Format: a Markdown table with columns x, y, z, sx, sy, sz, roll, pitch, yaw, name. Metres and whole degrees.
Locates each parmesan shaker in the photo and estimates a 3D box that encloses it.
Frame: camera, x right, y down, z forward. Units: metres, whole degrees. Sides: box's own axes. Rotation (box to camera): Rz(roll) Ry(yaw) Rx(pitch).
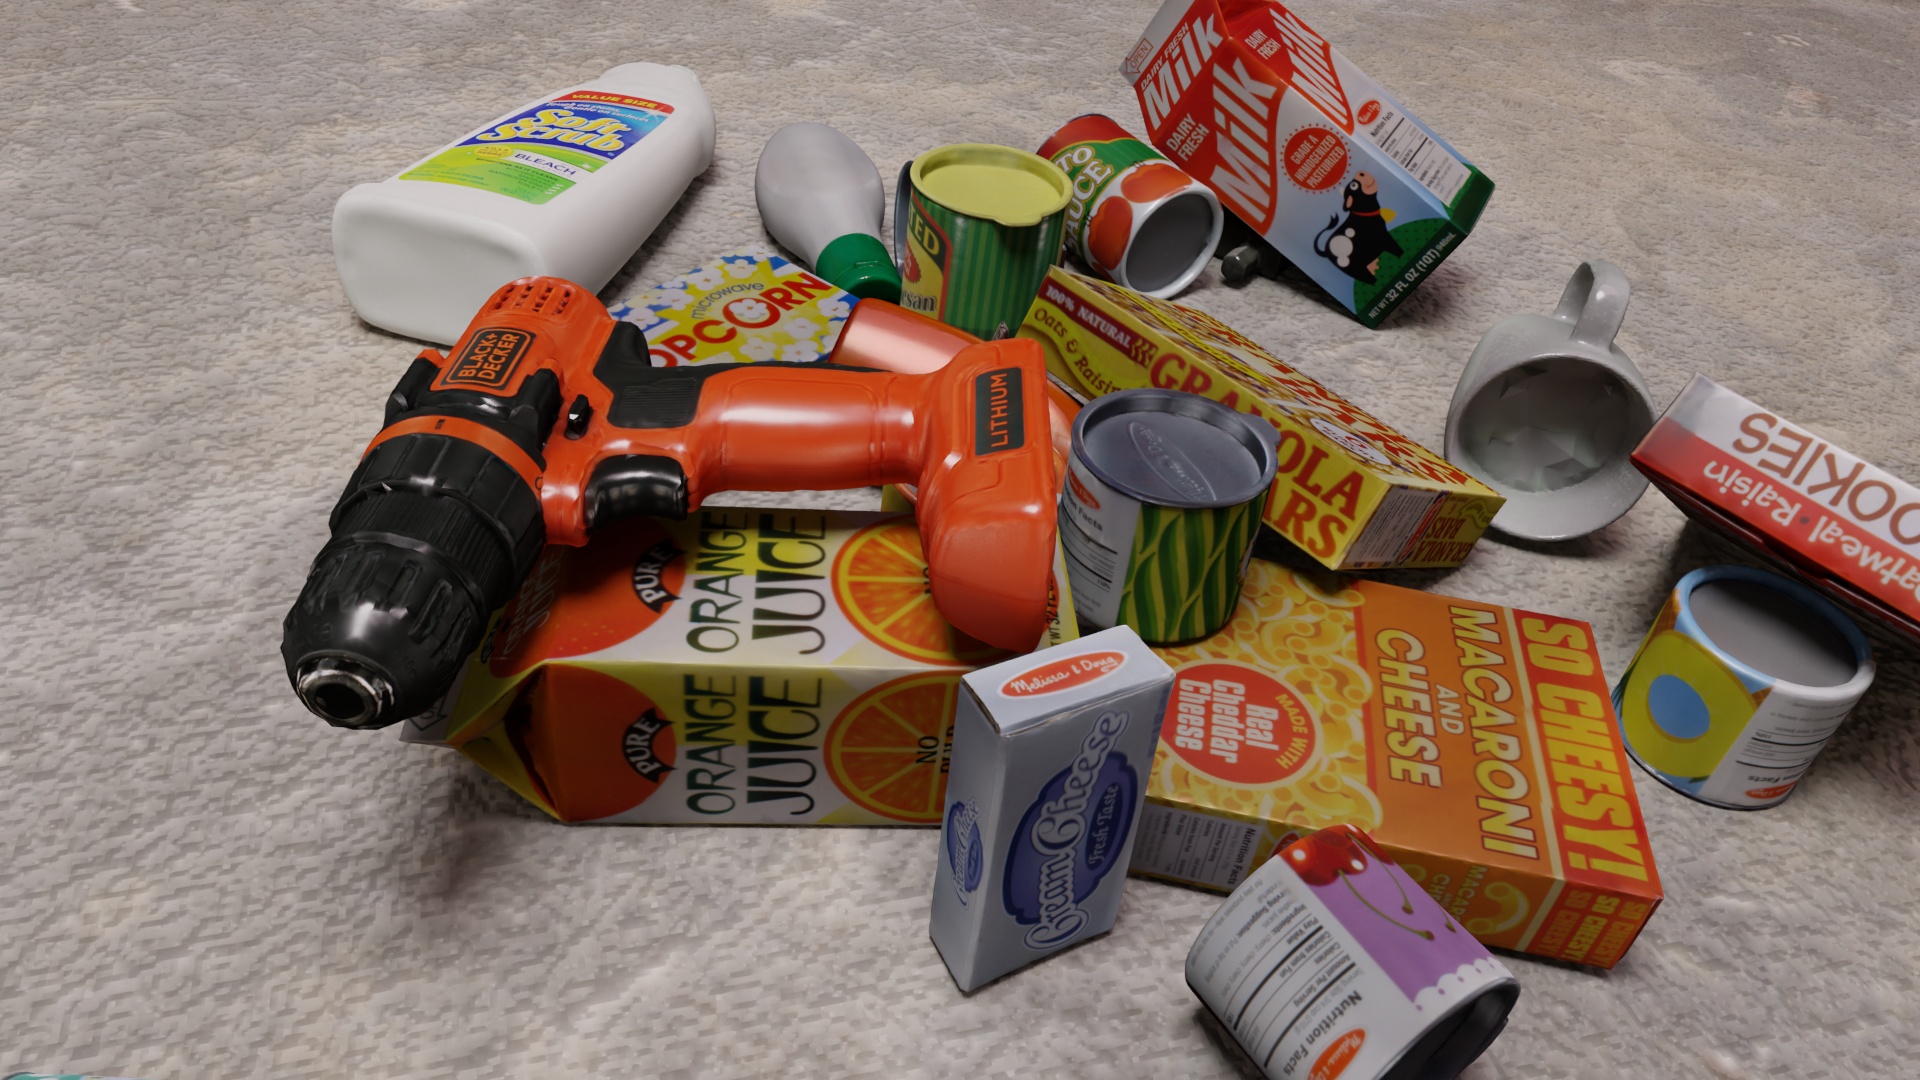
| x | y | z | sx | sy | sz | roll | pitch | yaw | name |
| --- | --- | --- | --- | --- | --- | --- | --- | --- | --- |
| 0.008 | -0.105 | 0.588 | 0.071 | 0.102 | 0.072 | 5 | 39 | -4 | parmesan shaker |

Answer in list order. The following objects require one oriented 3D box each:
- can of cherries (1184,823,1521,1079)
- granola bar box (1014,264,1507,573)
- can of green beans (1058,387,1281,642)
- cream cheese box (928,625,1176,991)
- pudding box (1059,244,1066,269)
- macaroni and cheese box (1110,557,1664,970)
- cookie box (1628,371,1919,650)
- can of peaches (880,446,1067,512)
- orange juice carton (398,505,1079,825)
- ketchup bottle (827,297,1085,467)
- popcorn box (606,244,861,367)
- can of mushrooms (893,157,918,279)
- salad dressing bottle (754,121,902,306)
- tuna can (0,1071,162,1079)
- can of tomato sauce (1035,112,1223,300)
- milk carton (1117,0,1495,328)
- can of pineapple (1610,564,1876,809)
| x | y | z | sx | sy | sz | roll | pitch | yaw | name |
| --- | --- | --- | --- | --- | --- | --- | --- | --- | --- |
| 0.104 | 0.119 | 0.371 | 0.072 | 0.071 | 0.058 | -19 | 46 | -29 | can of cherries |
| 0.118 | -0.047 | 0.553 | 0.166 | 0.039 | 0.124 | 40 | 23 | 32 | granola bar box |
| 0.065 | -0.009 | 0.458 | 0.071 | 0.057 | 0.071 | 4 | 38 | -3 | can of green beans |
| 0.023 | 0.074 | 0.377 | 0.053 | 0.103 | 0.024 | -14 | 41 | -27 | cream cheese box |
| 0.024 | -0.139 | 0.674 | 0.030 | 0.049 | 0.084 | -5 | 41 | -13 | pudding box |
| 0.128 | 0.064 | 0.458 | 0.166 | 0.040 | 0.124 | 11 | 39 | 4 | macaroni and cheese box |
| 0.322 | 0.000 | 0.508 | 0.123 | 0.040 | 0.167 | 39 | 16 | 31 | cookie box |
| 0.002 | -0.006 | 0.505 | 0.071 | 0.057 | 0.071 | 5 | 40 | -4 | can of peaches |
| -0.065 | 0.038 | 0.429 | 0.193 | 0.072 | 0.072 | 2 | 40 | -7 | orange juice carton |
| 0.018 | -0.042 | 0.552 | 0.149 | 0.064 | 0.043 | 22 | 0 | 5 | ketchup bottle |
| -0.101 | -0.073 | 0.582 | 0.085 | 0.038 | 0.127 | 30 | 44 | 24 | popcorn box |
| -0.009 | -0.149 | 0.663 | 0.033 | 0.070 | 0.071 | -2 | 41 | -14 | can of mushrooms |
| -0.062 | -0.153 | 0.680 | 0.064 | 0.043 | 0.148 | -9 | 44 | -15 | salad dressing bottle |
| -0.185 | 0.143 | 0.284 | 0.033 | 0.070 | 0.071 | 5 | 40 | -6 | tuna can |
| 0.081 | -0.168 | 0.705 | 0.071 | 0.070 | 0.083 | -18 | 47 | -29 | can of tomato sauce |
| 0.170 | -0.206 | 0.711 | 0.190 | 0.072 | 0.074 | 41 | 45 | 1 | milk carton |
| 0.271 | 0.049 | 0.487 | 0.071 | 0.057 | 0.071 | 5 | 40 | -4 | can of pineapple |
